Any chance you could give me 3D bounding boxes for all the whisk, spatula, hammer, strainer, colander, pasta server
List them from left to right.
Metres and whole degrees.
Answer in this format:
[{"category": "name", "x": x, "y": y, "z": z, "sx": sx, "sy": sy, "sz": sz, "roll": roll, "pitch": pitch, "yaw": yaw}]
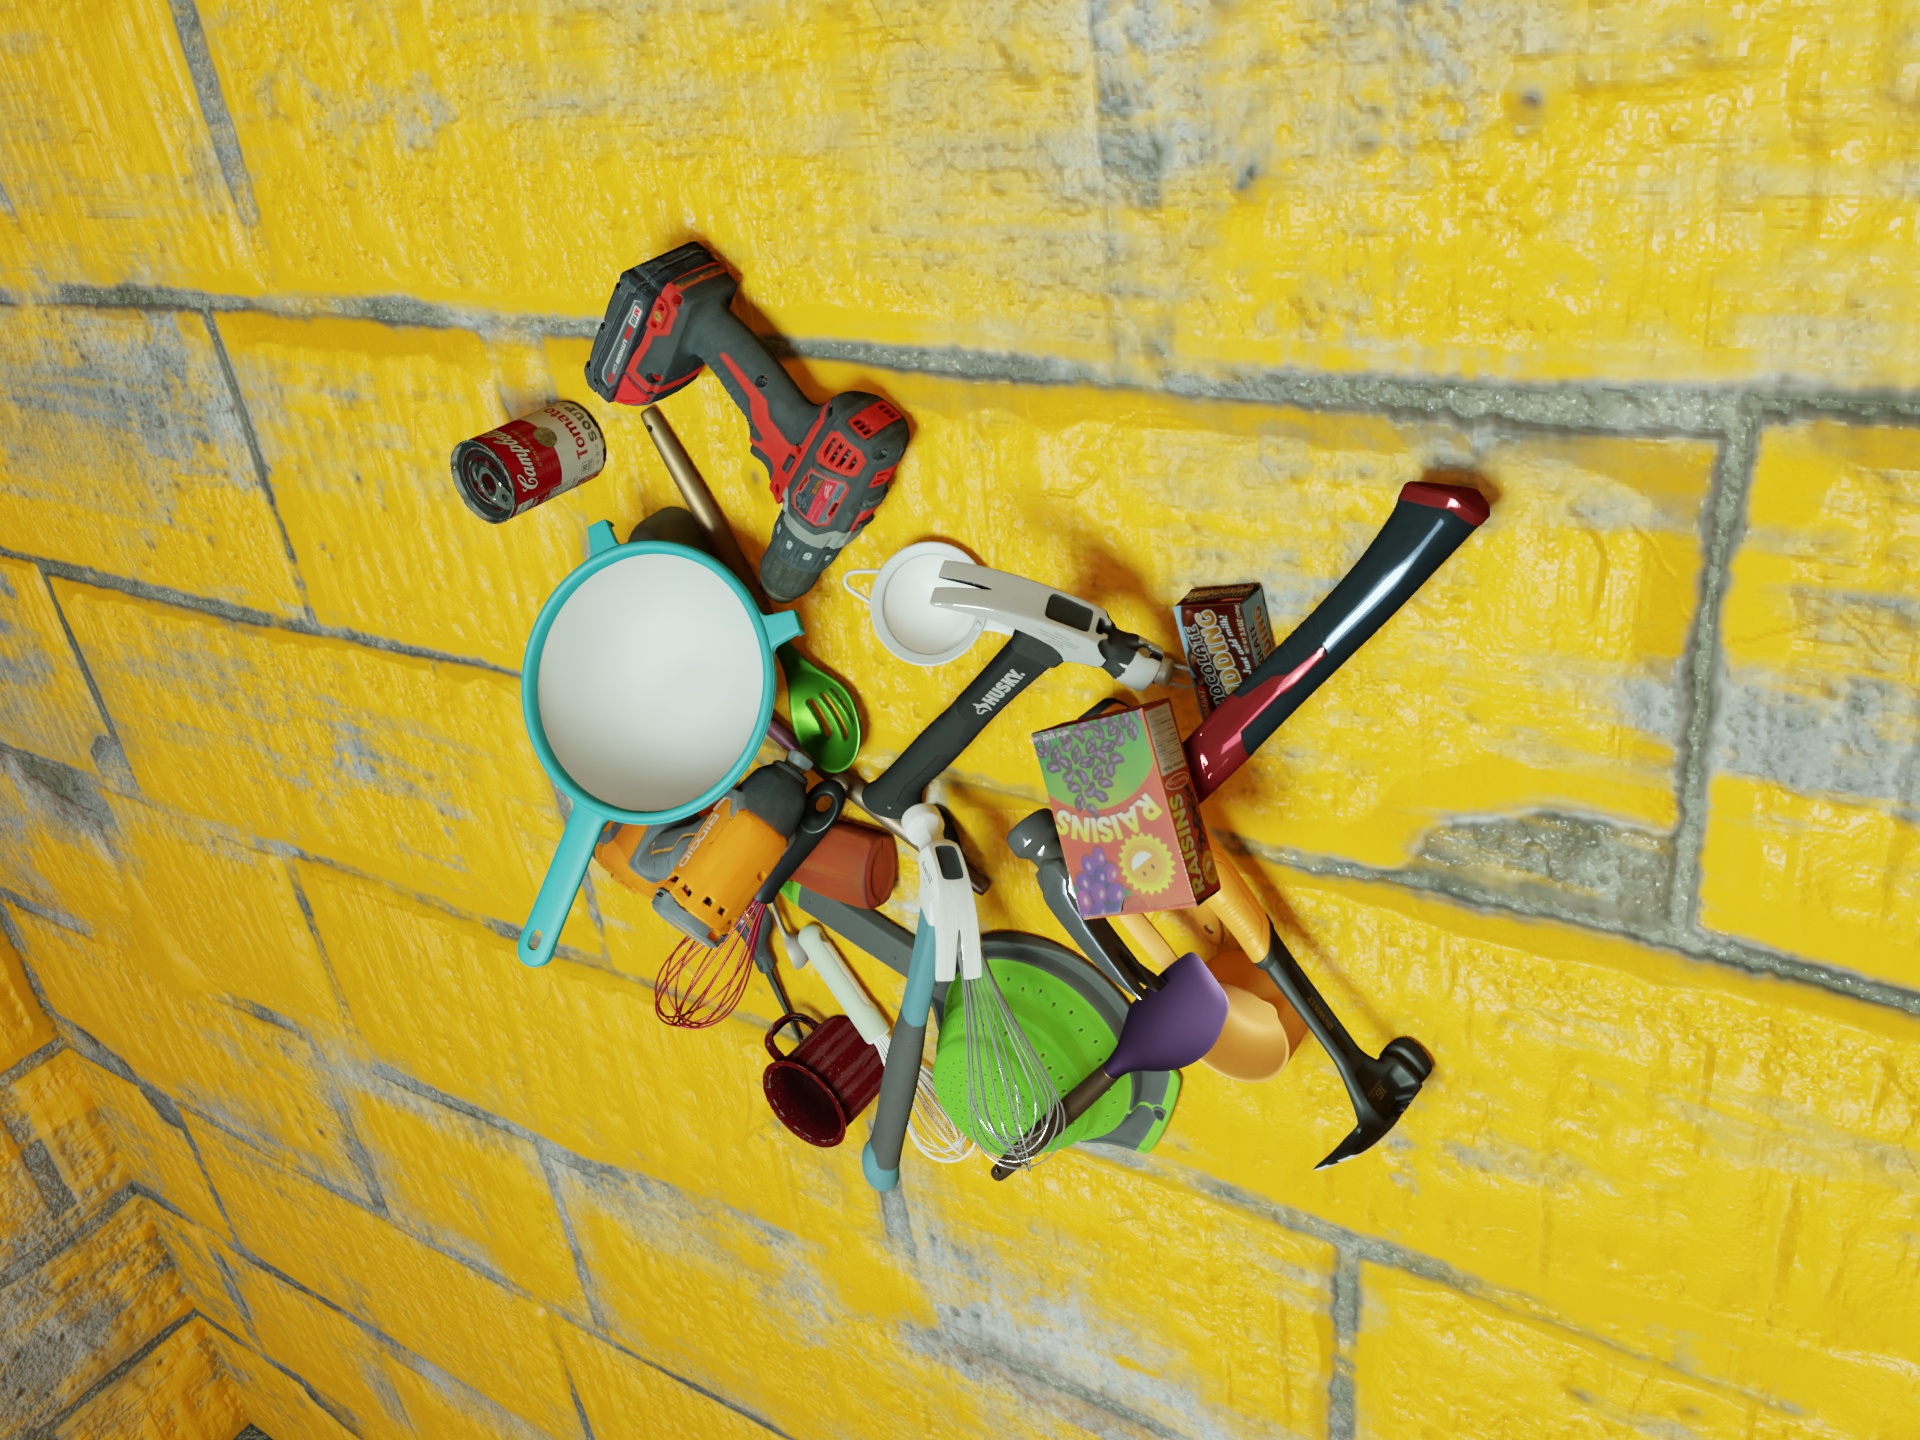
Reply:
[{"category": "strainer", "x": -0.246, "y": 0.031, "z": 1.219, "sx": 0.211, "sy": 0.095, "sz": 0.340, "roll": 26, "pitch": 97, "yaw": 18}, {"category": "whisk", "x": -0.171, "y": 0.155, "z": 1.304, "sx": 0.073, "sy": 0.073, "sz": 0.295, "roll": 41, "pitch": 118, "yaw": 10}, {"category": "pasta server", "x": -0.109, "y": 0.047, "z": 1.273, "sx": 0.316, "sy": 0.040, "sz": 0.060, "roll": 36, "pitch": 154, "yaw": 13}, {"category": "whisk", "x": -0.066, "y": 0.281, "z": 1.390, "sx": 0.059, "sy": 0.058, "sz": 0.246, "roll": -34, "pitch": 91, "yaw": 11}, {"category": "hammer", "x": -0.037, "y": 0.231, "z": 1.204, "sx": 0.128, "sy": 0.033, "sz": 0.330, "roll": -117, "pitch": 32, "yaw": -51}, {"category": "colander", "x": -0.021, "y": 0.238, "z": 1.285, "sx": 0.397, "sy": 0.094, "sz": 0.204, "roll": 30, "pitch": 132, "yaw": 20}, {"category": "hammer", "x": -0.002, "y": -0.004, "z": 1.107, "sx": 0.146, "sy": 0.035, "sz": 0.334, "roll": 25, "pitch": 149, "yaw": -12}, {"category": "whisk", "x": 0.013, "y": 0.194, "z": 1.184, "sx": 0.070, "sy": 0.070, "sz": 0.285, "roll": -42, "pitch": 56, "yaw": 45}, {"category": "strainer", "x": 0.041, "y": -0.061, "z": 1.085, "sx": 0.258, "sy": 0.050, "sz": 0.087, "roll": 18, "pitch": 94, "yaw": 22}, {"category": "spatula", "x": 0.097, "y": 0.262, "z": 1.131, "sx": 0.060, "sy": 0.018, "sz": 0.315, "roll": 56, "pitch": 137, "yaw": 20}, {"category": "hammer", "x": 0.181, "y": 0.130, "z": 1.055, "sx": 0.337, "sy": 0.127, "sz": 0.034, "roll": 54, "pitch": 135, "yaw": 5}, {"category": "hammer", "x": 0.180, "y": 0.012, "z": 0.959, "sx": 0.143, "sy": 0.038, "sz": 0.386, "roll": 52, "pitch": 125, "yaw": 17}]

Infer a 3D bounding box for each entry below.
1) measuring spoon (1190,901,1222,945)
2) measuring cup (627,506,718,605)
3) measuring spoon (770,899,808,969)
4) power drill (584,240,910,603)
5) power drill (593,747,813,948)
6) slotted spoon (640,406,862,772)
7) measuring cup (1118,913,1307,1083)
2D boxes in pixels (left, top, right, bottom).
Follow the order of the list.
[{"category": "measuring spoon", "x": 0.159, "y": 0.111, "z": 1.121, "sx": 0.021, "sy": 0.011, "sz": 0.117, "roll": -10, "pitch": 110, "yaw": 42}, {"category": "measuring cup", "x": -0.234, "y": -0.090, "z": 1.282, "sx": 0.083, "sy": 0.038, "sz": 0.167, "roll": 25, "pitch": 128, "yaw": 24}, {"category": "measuring spoon", "x": -0.157, "y": 0.161, "z": 1.399, "sx": 0.018, "sy": 0.034, "sz": 0.124, "roll": -19, "pitch": 102, "yaw": 1}, {"category": "power drill", "x": -0.155, "y": -0.203, "z": 1.126, "sx": 0.227, "sy": 0.080, "sz": 0.187, "roll": 42, "pitch": 135, "yaw": 5}, {"category": "power drill", "x": -0.202, "y": 0.083, "z": 1.273, "sx": 0.084, "sy": 0.164, "sz": 0.227, "roll": 41, "pitch": 166, "yaw": -26}, {"category": "slotted spoon", "x": -0.161, "y": -0.102, "z": 1.228, "sx": 0.070, "sy": 0.031, "sz": 0.313, "roll": -24, "pitch": 99, "yaw": 39}, {"category": "measuring cup", "x": 0.173, "y": 0.173, "z": 1.123, "sx": 0.173, "sy": 0.052, "sz": 0.095, "roll": 49, "pitch": 135, "yaw": 5}]
